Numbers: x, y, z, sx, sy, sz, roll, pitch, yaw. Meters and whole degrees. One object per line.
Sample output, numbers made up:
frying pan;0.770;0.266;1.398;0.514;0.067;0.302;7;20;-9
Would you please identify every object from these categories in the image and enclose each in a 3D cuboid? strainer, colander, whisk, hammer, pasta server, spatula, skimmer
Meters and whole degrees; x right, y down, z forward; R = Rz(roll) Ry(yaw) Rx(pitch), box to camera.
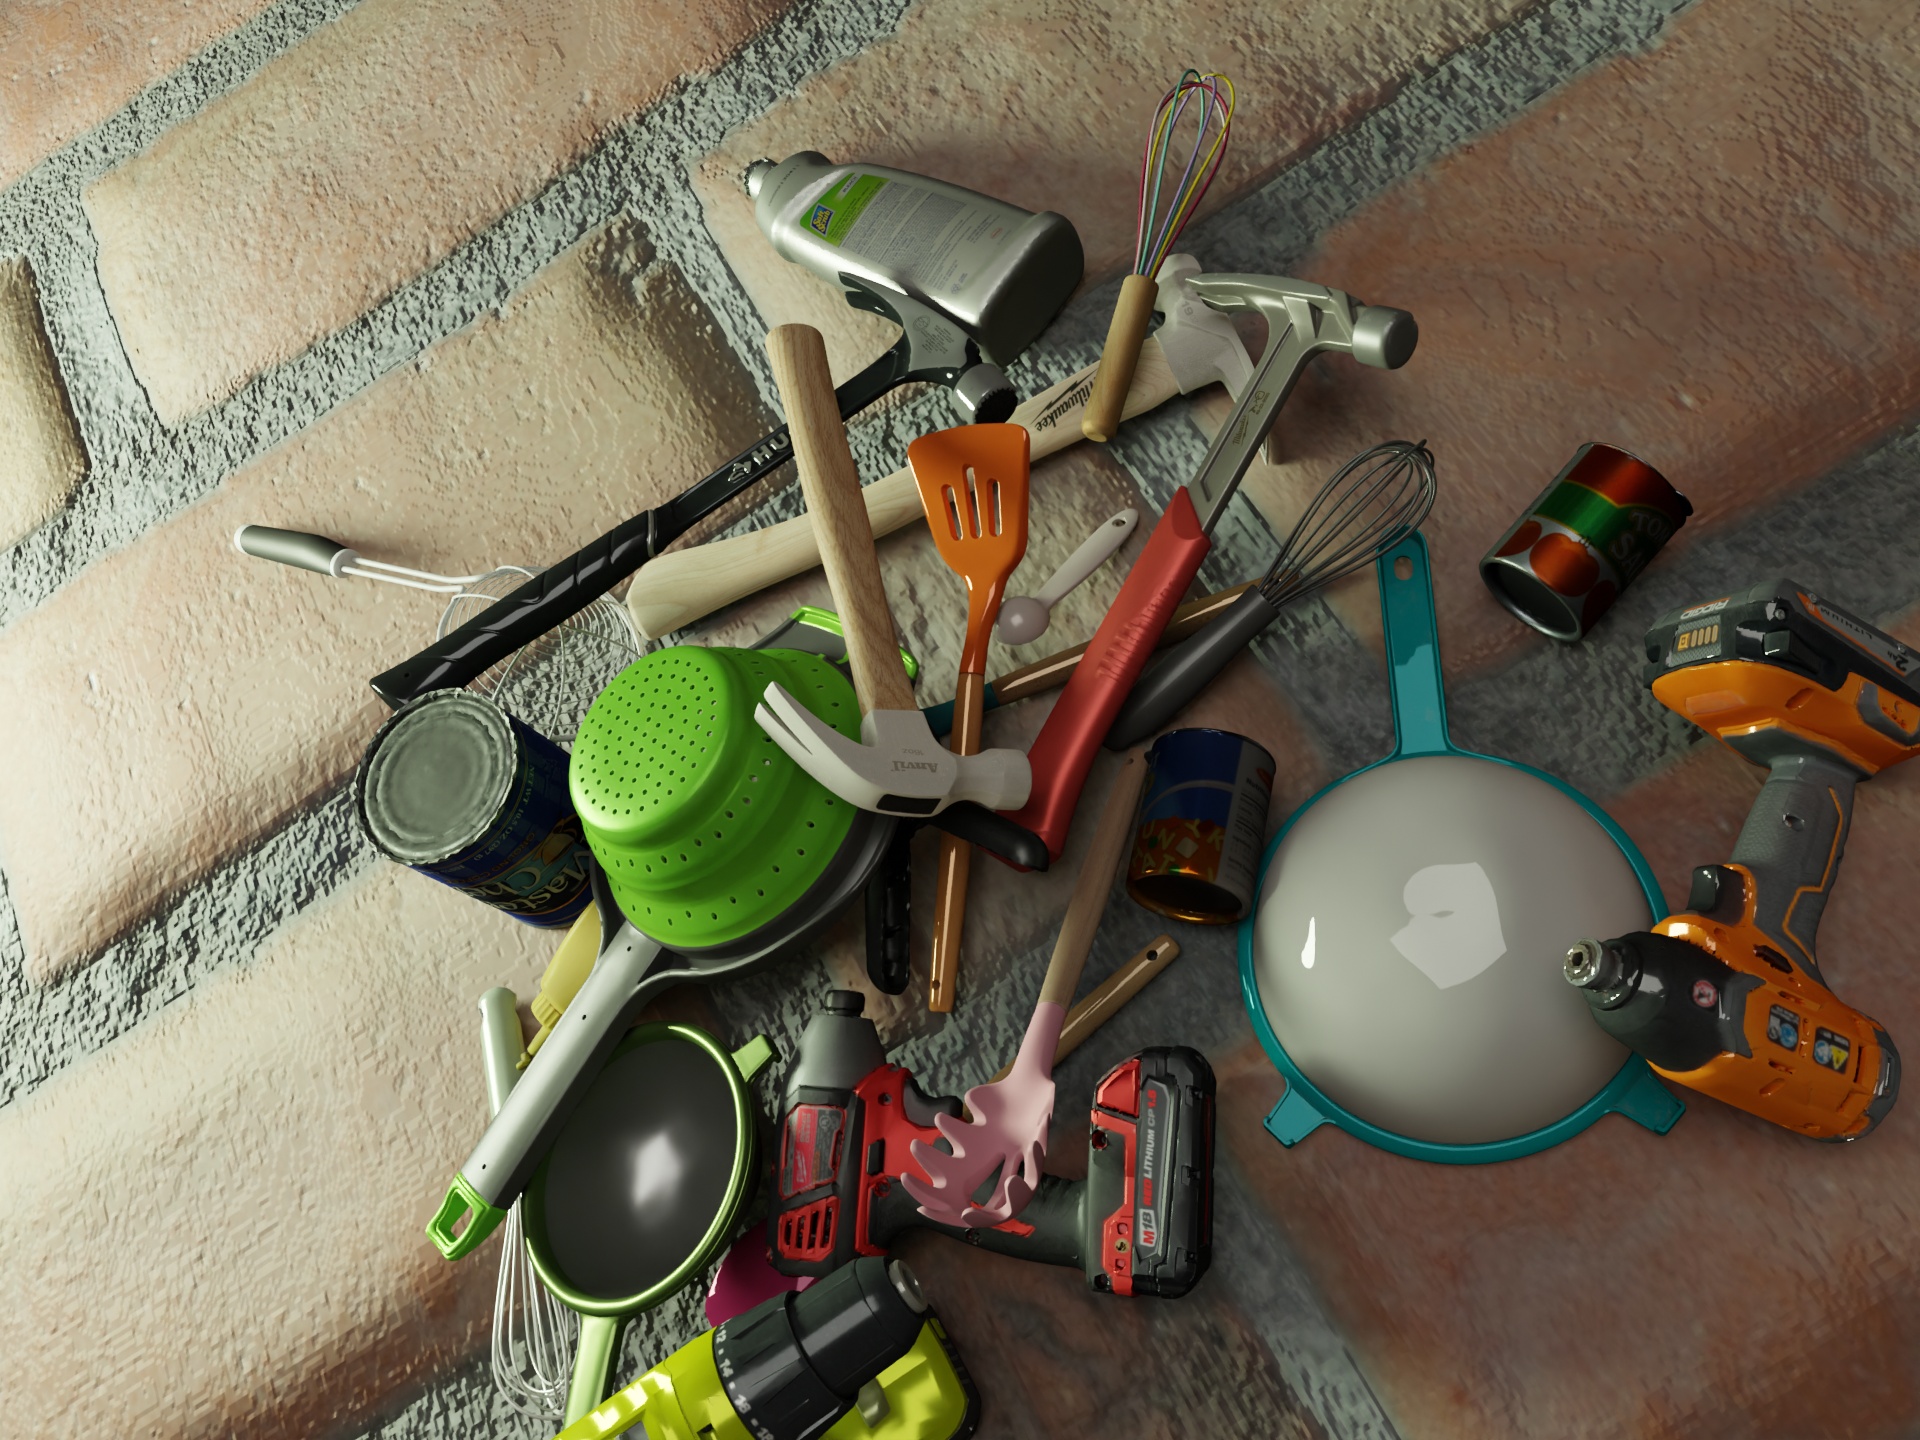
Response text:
strainer;0.234;0.041;0.789;0.211;0.095;0.341;-6;68;16
colander;-0.180;0.095;0.827;0.205;0.094;0.397;27;80;40
whisk;0.116;-0.280;0.946;0.047;0.051;0.245;14;79;16
hammer;0.104;-0.083;0.872;0.149;0.036;0.359;26;85;44
whisk;0.166;-0.066;0.870;0.239;0.055;0.055;-43;62;12
hammer;-0.170;-0.127;0.949;0.409;0.036;0.149;-35;62;-8
pasta server;0.049;0.115;0.774;0.060;0.040;0.316;-8;37;29
hammer;-0.063;-0.093;0.855;0.130;0.031;0.332;2;53;-27
hammer;-0.016;-0.139;0.980;0.410;0.038;0.146;-24;64;8
whisk;-0.242;0.262;0.888;0.059;0.057;0.247;-5;58;-22
spatula;-0.001;-0.003;0.877;0.081;0.041;0.323;-1;78;32
spatula;0.043;-0.026;0.909;0.317;0.044;0.082;-21;72;7
strainer;-0.159;0.286;0.811;0.151;0.069;0.257;-8;60;31
skimmer;-0.364;-0.071;1.062;0.363;0.090;0.127;14;42;34

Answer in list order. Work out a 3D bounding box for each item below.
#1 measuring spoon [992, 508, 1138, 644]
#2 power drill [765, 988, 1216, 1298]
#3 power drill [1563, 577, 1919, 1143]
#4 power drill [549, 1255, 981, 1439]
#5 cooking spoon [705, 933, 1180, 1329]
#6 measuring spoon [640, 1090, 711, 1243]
measuring spoon;0.062;-0.089;0.924;0.034;0.018;0.124;27;61;38
power drill;0.012;0.209;0.789;0.220;0.078;0.143;0;75;15
power drill;0.351;0.056;0.715;0.164;0.084;0.227;23;71;-19
power drill;-0.073;0.307;0.704;0.190;0.228;0.080;-35;62;2
cooking spoon;-0.008;0.220;0.838;0.319;0.017;0.069;-41;64;-1
measuring spoon;-0.154;0.247;0.882;0.021;0.011;0.117;12;76;21
